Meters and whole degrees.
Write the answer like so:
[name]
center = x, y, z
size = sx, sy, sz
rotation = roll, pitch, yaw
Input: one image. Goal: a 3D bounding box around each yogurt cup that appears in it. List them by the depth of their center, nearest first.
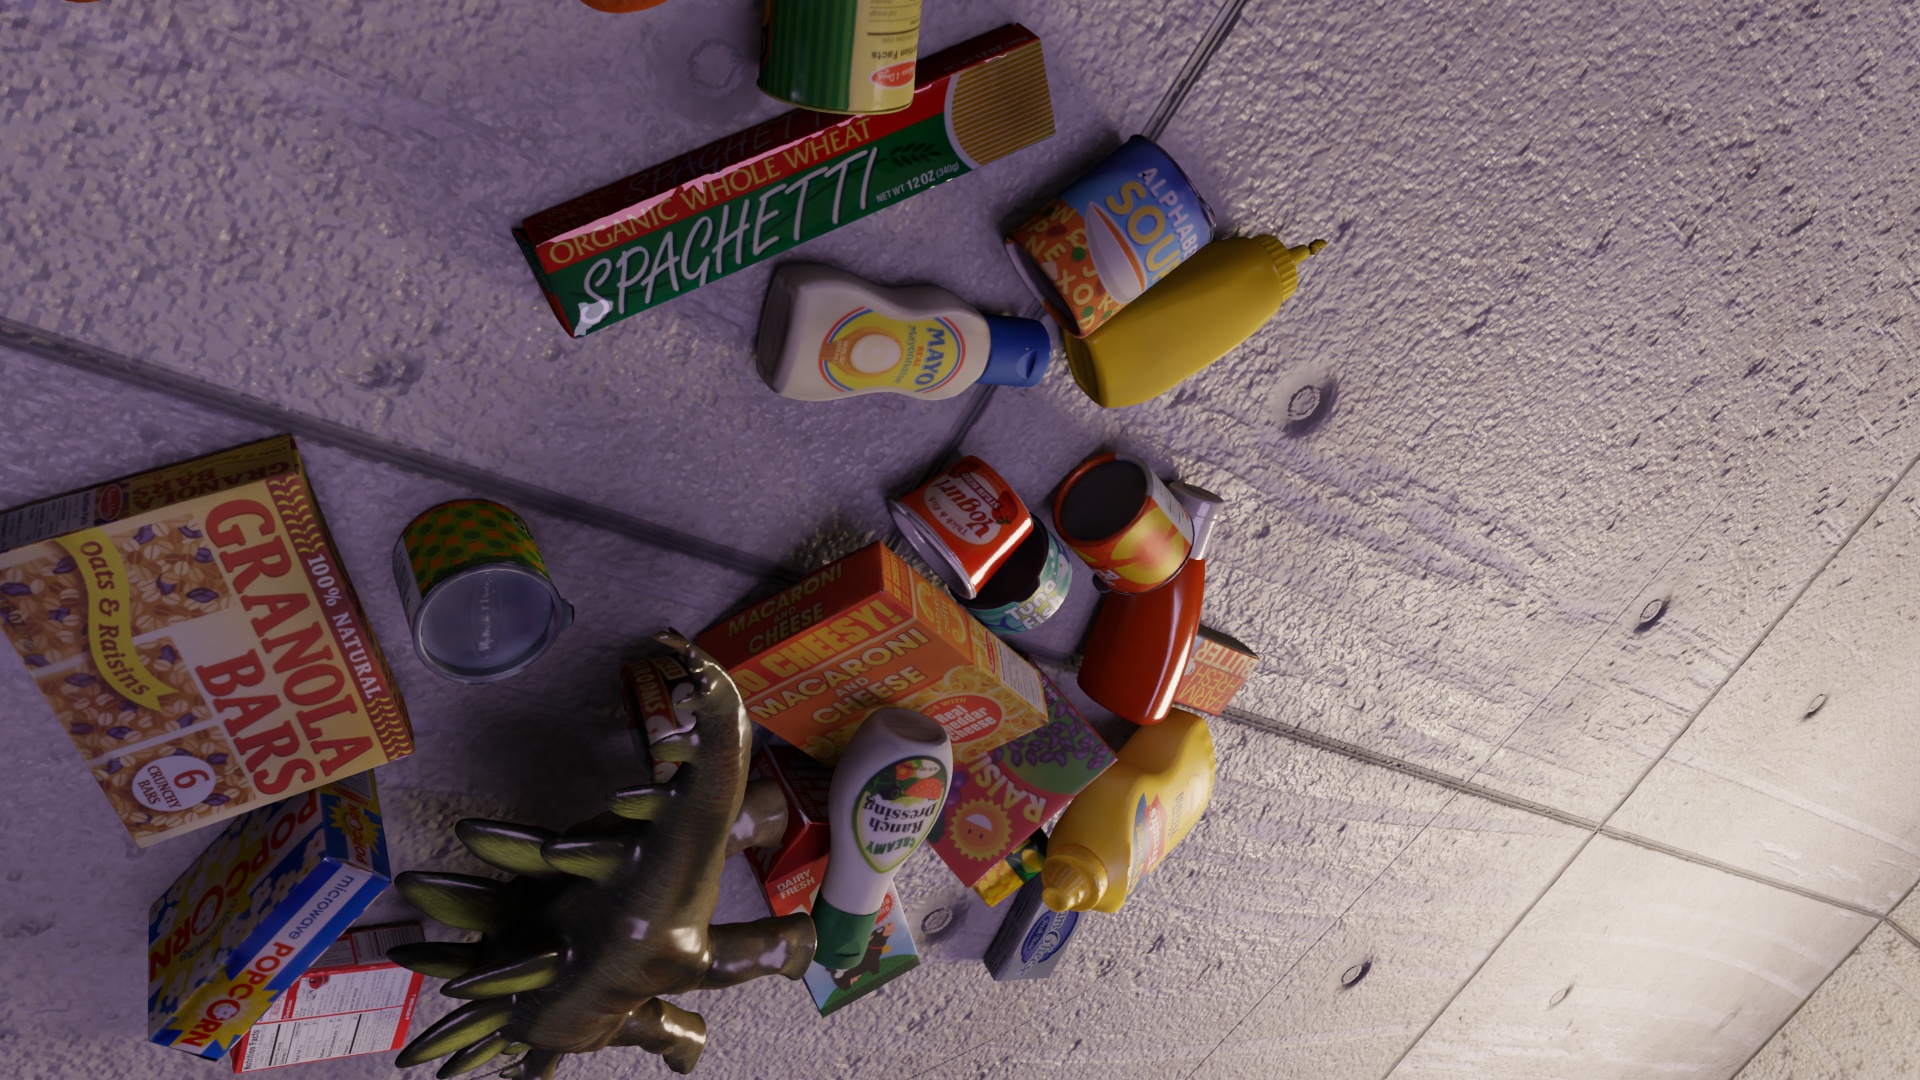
[yogurt cup]
center = 0.003, -0.010, 0.760
size = 0.054, 0.072, 0.072
rotation = -41, 134, -11

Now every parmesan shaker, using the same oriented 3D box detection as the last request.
[parmesan shaker]
center = -0.046, -0.235, 0.566
size = 0.071, 0.071, 0.102
rotation = -9, 125, -26

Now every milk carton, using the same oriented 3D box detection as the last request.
[milk carton]
center = -0.087, 0.200, 0.848
size = 0.073, 0.072, 0.189
rotation = -25, 131, -15

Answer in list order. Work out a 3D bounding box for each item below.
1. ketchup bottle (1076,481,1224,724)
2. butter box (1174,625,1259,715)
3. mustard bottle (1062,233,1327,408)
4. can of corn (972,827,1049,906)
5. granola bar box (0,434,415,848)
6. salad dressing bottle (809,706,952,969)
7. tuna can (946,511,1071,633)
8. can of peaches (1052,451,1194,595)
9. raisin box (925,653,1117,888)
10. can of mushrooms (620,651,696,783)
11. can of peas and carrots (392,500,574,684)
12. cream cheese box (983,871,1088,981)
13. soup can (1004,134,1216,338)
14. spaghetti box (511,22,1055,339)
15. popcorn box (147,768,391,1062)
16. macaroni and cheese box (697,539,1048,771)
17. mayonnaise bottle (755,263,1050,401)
[ketchup bottle]
center = 0.123, 0.038, 0.872
size = 0.043, 0.065, 0.148
rotation = -1, 115, -48
[butter box]
center = 0.155, 0.084, 0.948
size = 0.103, 0.024, 0.053
rotation = 21, 108, -40
[mustard bottle]
center = 0.134, -0.130, 0.763
size = 0.160, 0.049, 0.065
rotation = -27, 133, -13
[can of corn]
center = 0.023, 0.198, 0.919
size = 0.058, 0.071, 0.071
rotation = -36, 134, -4
[granola bar box]
center = -0.328, 0.046, 0.609
size = 0.124, 0.039, 0.164
rotation = -19, 130, -19
[salad dressing bottle]
center = -0.049, 0.166, 0.767
size = 0.064, 0.044, 0.147
rotation = 9, 109, -32
[tuna can]
center = 0.029, 0.019, 0.791
size = 0.071, 0.071, 0.032
rotation = -42, 135, 2
[can of peaches]
center = 0.094, -0.009, 0.814
size = 0.071, 0.071, 0.058
rotation = -43, 133, 3
[raisin box]
center = 0.024, 0.143, 0.868
size = 0.123, 0.040, 0.086
rotation = -41, 89, 0
[can of mushrooms]
center = -0.155, 0.091, 0.732
size = 0.033, 0.071, 0.070
rotation = -13, 128, -22
[can of peas and carrots]
center = -0.222, 0.022, 0.645
size = 0.071, 0.059, 0.070
rotation = -17, 130, -22
[cream cheese box]
center = 0.062, 0.284, 1.035
size = 0.053, 0.024, 0.103
rotation = 9, 117, -36
[soup can]
center = 0.075, -0.151, 0.696
size = 0.084, 0.071, 0.071
rotation = -38, 134, -2
[spaghetti box]
center = -0.072, -0.163, 0.625
size = 0.251, 0.029, 0.050
rotation = -27, 131, -13
[popcorn box]
center = -0.332, 0.171, 0.665
size = 0.126, 0.085, 0.038
rotation = -45, 132, 5
[macaroni and cheese box]
center = -0.047, 0.077, 0.780
size = 0.123, 0.040, 0.166
rotation = -28, 136, 20
[mayonnaise bottle]
center = -0.025, -0.099, 0.692
size = 0.148, 0.041, 0.064
rotation = 0, 120, -31
